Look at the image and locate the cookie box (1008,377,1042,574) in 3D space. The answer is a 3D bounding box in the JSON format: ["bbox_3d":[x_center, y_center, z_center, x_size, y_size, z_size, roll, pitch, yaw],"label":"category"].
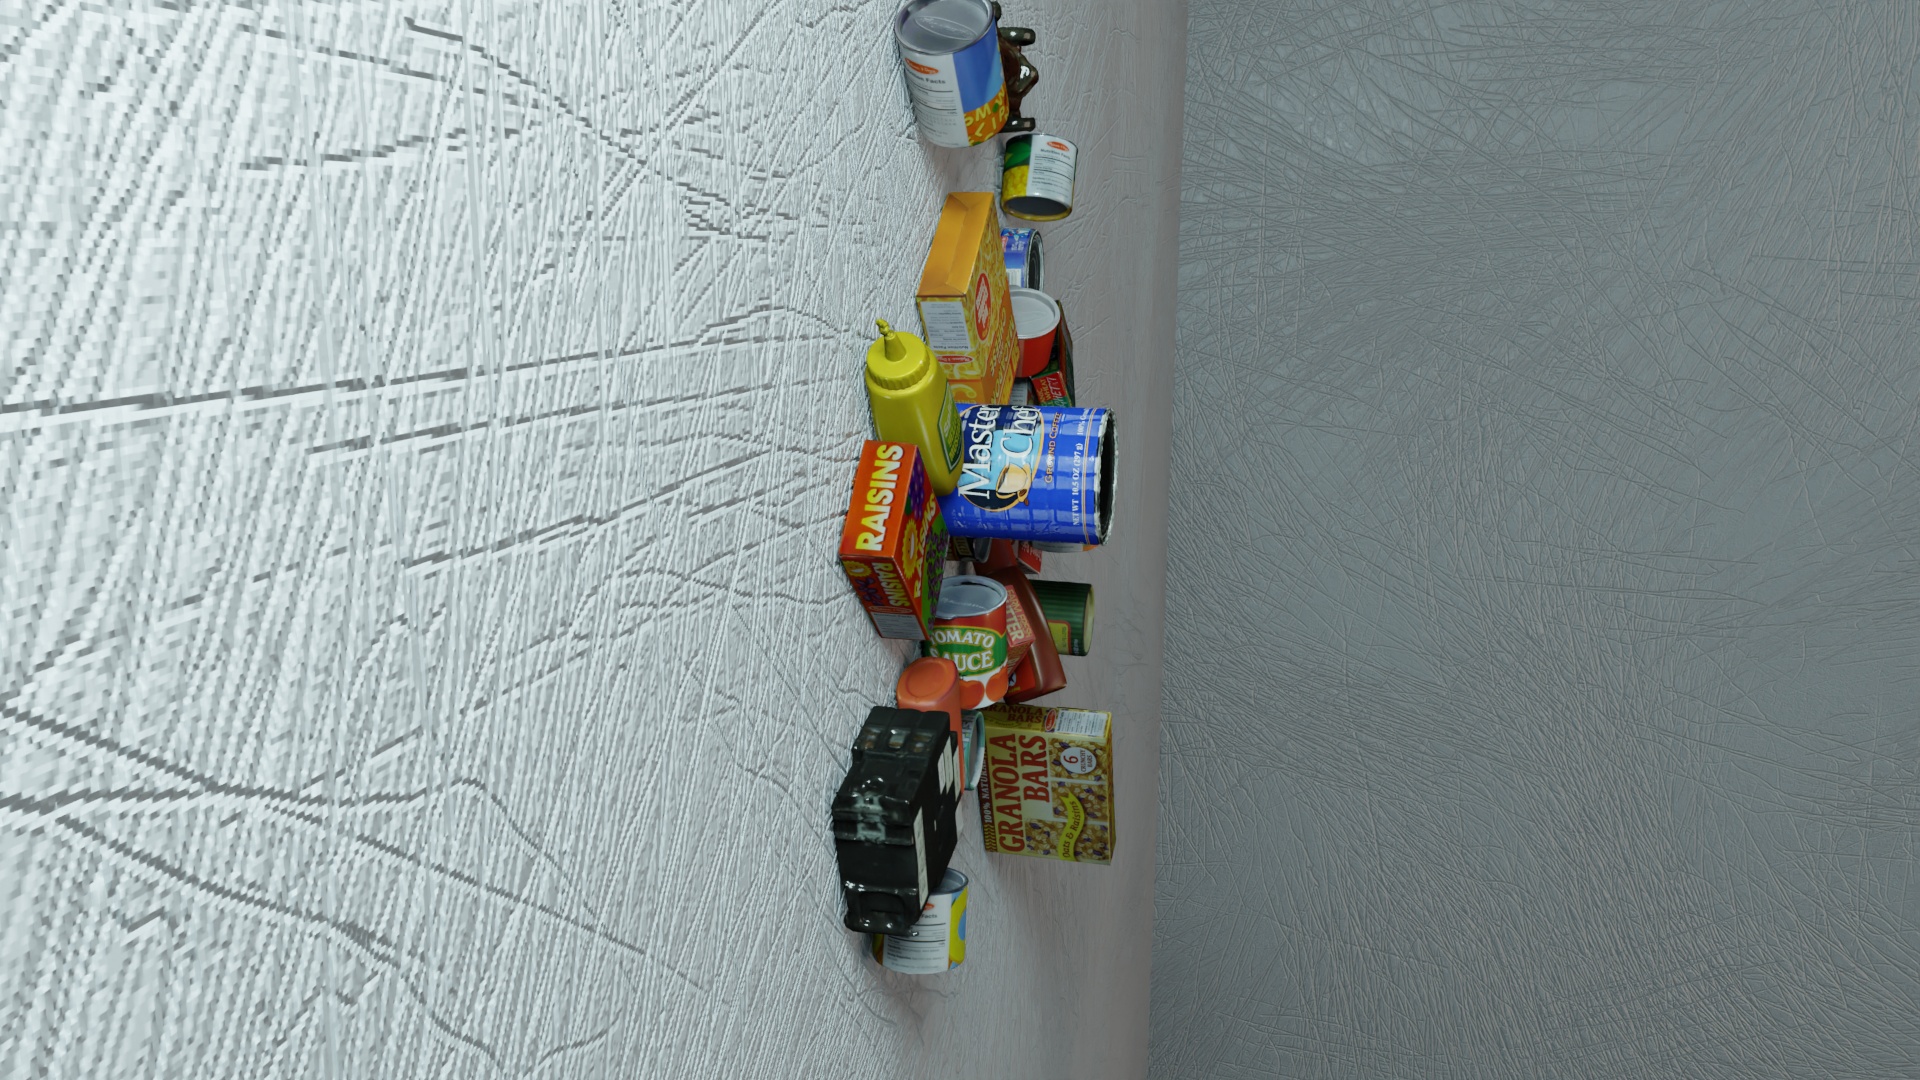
[{"bbox_3d":[0.051,-0.057,1.291,0.123,0.040,0.167,33,60,-75],"label":"cookie box"}]

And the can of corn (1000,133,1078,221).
[{"bbox_3d":[0.070,-0.325,1.252,0.071,0.071,0.058,34,61,-75],"label":"can of corn"}]

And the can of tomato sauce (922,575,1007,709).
[{"bbox_3d":[0.003,0.079,1.063,0.071,0.071,0.082,-61,152,-61],"label":"can of tomato sauce"}]

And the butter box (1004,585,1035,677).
[{"bbox_3d":[0.027,0.083,1.132,0.053,0.024,0.103,68,-25,23],"label":"butter box"}]

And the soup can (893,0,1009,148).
[{"bbox_3d":[-0.003,-0.320,0.938,0.083,0.071,0.071,73,25,-58],"label":"soup can"}]

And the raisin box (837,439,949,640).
[{"bbox_3d":[-0.042,0.002,0.917,0.123,0.040,0.086,72,26,-60],"label":"raisin box"}]

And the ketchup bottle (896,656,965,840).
[{"bbox_3d":[-0.019,0.163,1.039,0.065,0.043,0.148,-63,154,-57],"label":"ketchup bottle"}]

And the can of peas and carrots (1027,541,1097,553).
[{"bbox_3d":[0.093,-0.026,1.233,0.071,0.071,0.058,-48,138,-69],"label":"can of peas and carrots"}]

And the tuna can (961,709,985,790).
[{"bbox_3d":[-0.002,0.168,1.134,0.071,0.033,0.071,2,92,-77],"label":"tuna can"}]

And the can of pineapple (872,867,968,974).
[{"bbox_3d":[-0.028,0.265,0.979,0.071,0.071,0.057,-15,109,-76],"label":"can of pineapple"}]

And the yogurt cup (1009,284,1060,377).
[{"bbox_3d":[0.052,-0.180,1.214,0.053,0.072,0.073,91,11,-47],"label":"yogurt cup"}]

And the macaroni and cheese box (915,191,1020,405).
[{"bbox_3d":[0.009,-0.168,1.085,0.165,0.040,0.124,77,21,-49],"label":"macaroni and cheese box"}]

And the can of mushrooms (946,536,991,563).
[{"bbox_3d":[0.004,-0.014,1.116,0.071,0.033,0.071,2,92,-77],"label":"can of mushrooms"}]

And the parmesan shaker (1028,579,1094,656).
[{"bbox_3d":[0.063,0.065,1.232,0.071,0.103,0.071,2,92,-76],"label":"parmesan shaker"}]

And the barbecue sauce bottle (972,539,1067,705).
[{"bbox_3d":[0.043,0.062,1.176,0.044,0.064,0.148,-11,79,-35],"label":"barbecue sauce bottle"}]

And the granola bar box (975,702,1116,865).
[{"bbox_3d":[0.080,0.226,1.295,0.039,0.124,0.164,-69,158,-53],"label":"granola bar box"}]

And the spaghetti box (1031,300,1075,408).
[{"bbox_3d":[0.090,-0.175,1.335,0.251,0.028,0.050,-81,153,-65],"label":"spaghetti box"}]

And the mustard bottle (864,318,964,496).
[{"bbox_3d":[-0.032,-0.091,0.912,0.159,0.049,0.065,71,24,-58],"label":"mustard bottle"}]
